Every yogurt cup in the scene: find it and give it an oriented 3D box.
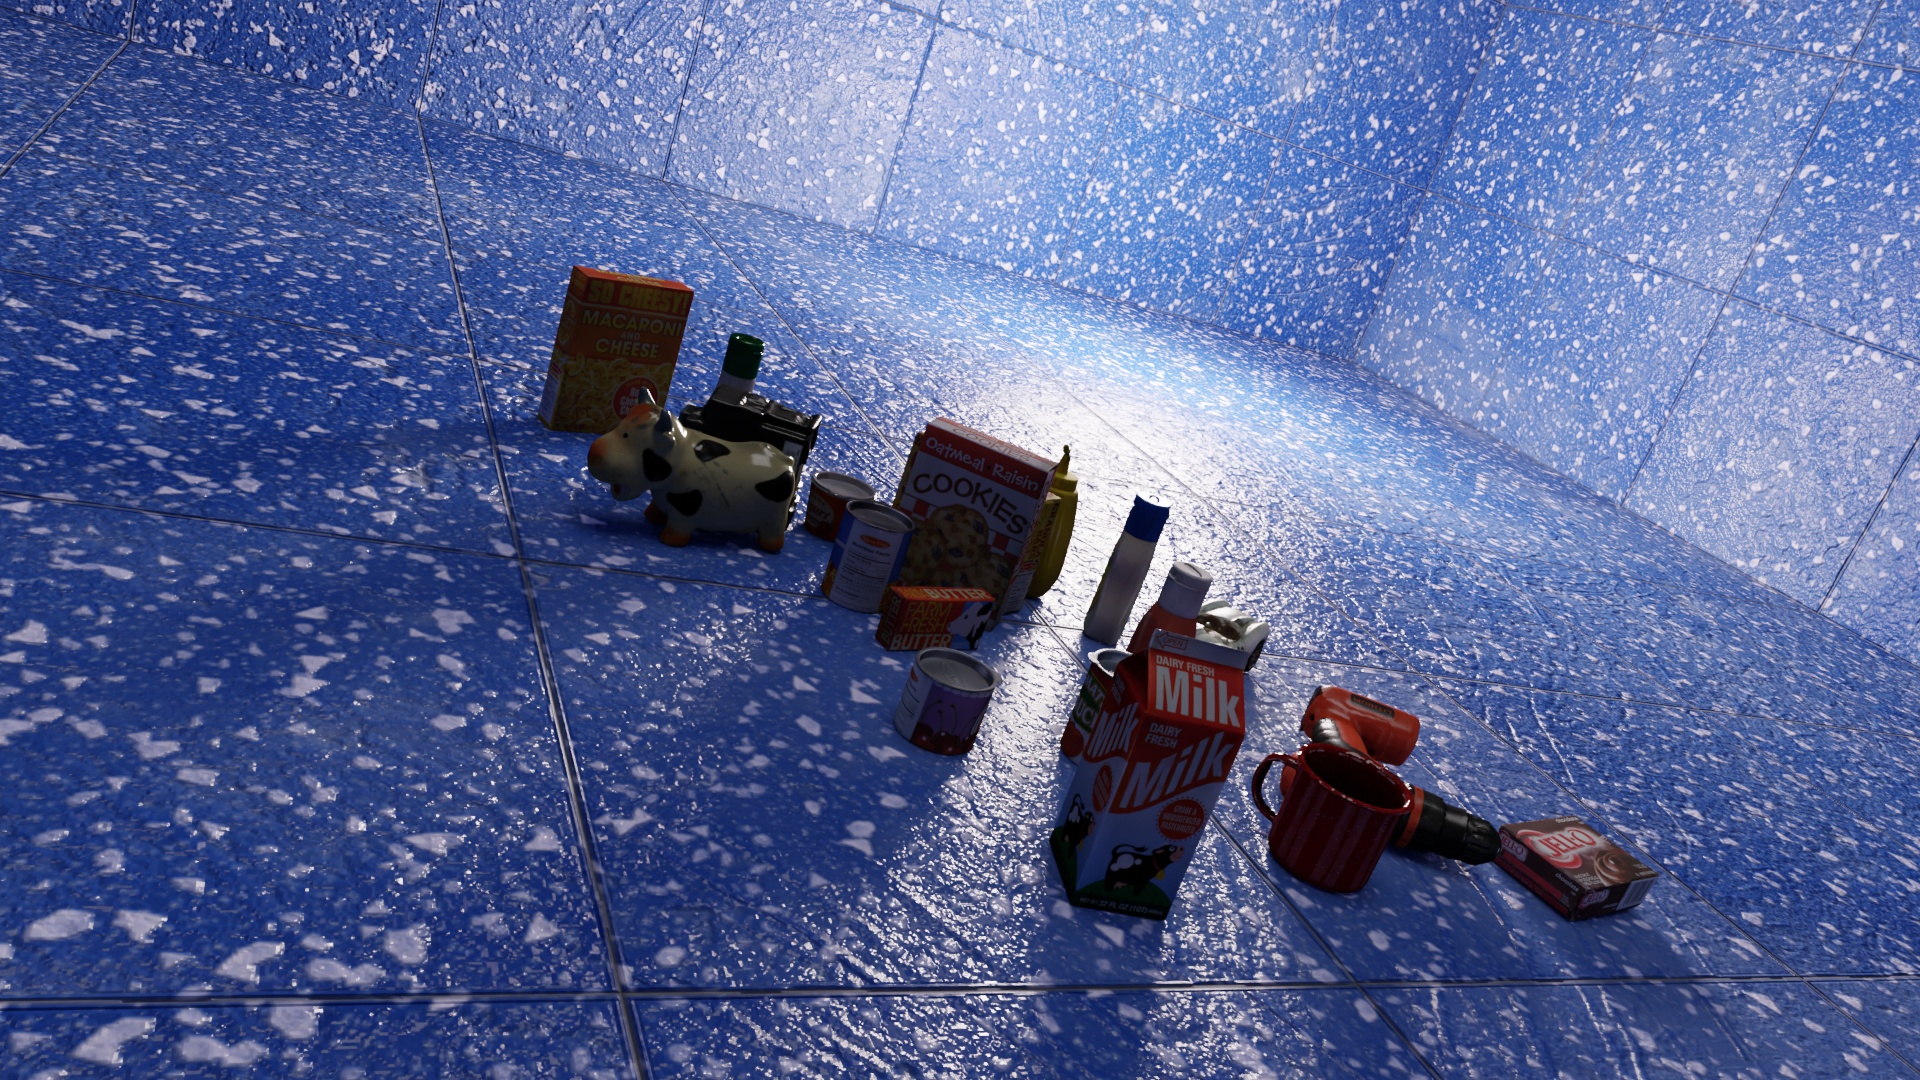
[{"bbox_3d":[-0.123,-0.032,1.389,0.072,0.053,0.072,17,19,-6],"label":"yogurt cup"}]

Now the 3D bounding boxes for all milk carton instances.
[{"bbox_3d":[0.128,0.149,0.923,0.072,0.189,0.074,14,19,-15],"label":"milk carton"}]

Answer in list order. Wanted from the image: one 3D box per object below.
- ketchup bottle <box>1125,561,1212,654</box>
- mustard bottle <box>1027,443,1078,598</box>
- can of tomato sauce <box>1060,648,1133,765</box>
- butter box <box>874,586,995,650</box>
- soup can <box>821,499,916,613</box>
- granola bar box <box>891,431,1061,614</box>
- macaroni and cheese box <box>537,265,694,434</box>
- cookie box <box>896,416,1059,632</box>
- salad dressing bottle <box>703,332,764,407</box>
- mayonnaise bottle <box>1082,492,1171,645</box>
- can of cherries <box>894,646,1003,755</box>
[{"bbox_3d":[0.172,0.091,1.189,0.043,0.148,0.065,11,21,-25],"label":"ketchup bottle"},{"bbox_3d":[0.086,-0.023,1.400,0.065,0.159,0.049,28,21,25],"label":"mustard bottle"},{"bbox_3d":[0.122,0.138,1.112,0.071,0.082,0.071,17,19,-6],"label":"can of tomato sauce"},{"bbox_3d":[-0.022,0.068,1.212,0.104,0.053,0.024,3,24,-39],"label":"butter box"},{"bbox_3d":[-0.083,0.013,1.256,0.071,0.083,0.071,17,19,-6],"label":"soup can"},{"bbox_3d":[0.009,-0.020,1.372,0.166,0.123,0.039,31,22,31],"label":"granola bar box"},{"bbox_3d":[-0.356,-0.193,1.433,0.124,0.165,0.040,1,26,-43],"label":"macaroni and cheese box"},{"bbox_3d":[0.005,-0.016,1.294,0.123,0.166,0.040,23,19,11],"label":"cookie box"},{"bbox_3d":[-0.237,-0.139,1.429,0.044,0.147,0.064,31,22,31],"label":"salad dressing bottle"},{"bbox_3d":[0.163,0.026,1.359,0.041,0.147,0.065,21,19,4],"label":"mayonnaise bottle"},{"bbox_3d":[-0.009,0.124,1.065,0.071,0.058,0.072,17,19,-6],"label":"can of cherries"}]
